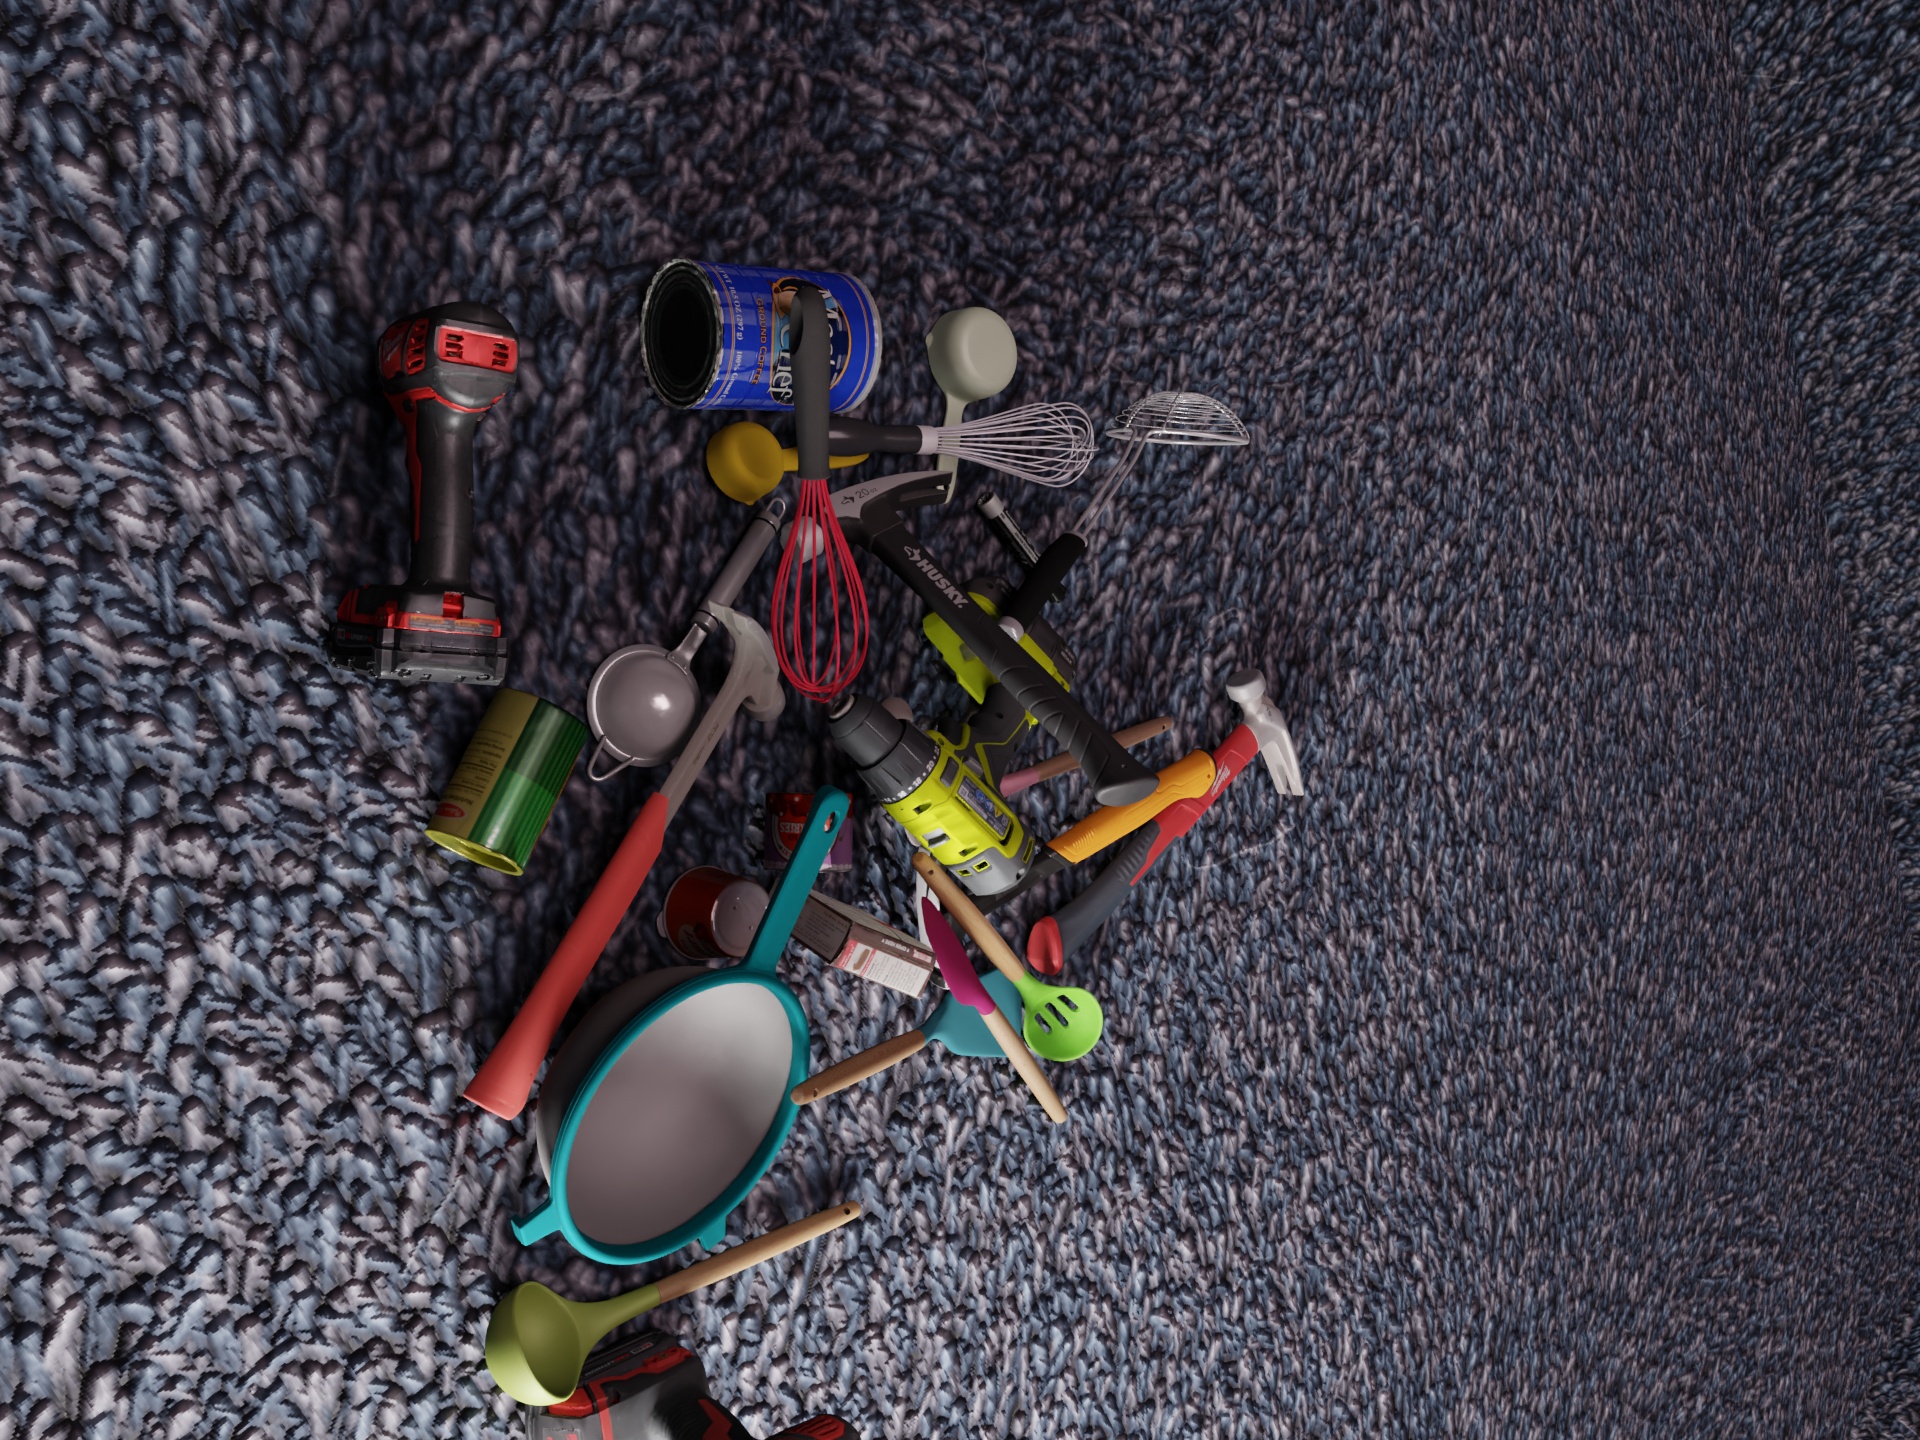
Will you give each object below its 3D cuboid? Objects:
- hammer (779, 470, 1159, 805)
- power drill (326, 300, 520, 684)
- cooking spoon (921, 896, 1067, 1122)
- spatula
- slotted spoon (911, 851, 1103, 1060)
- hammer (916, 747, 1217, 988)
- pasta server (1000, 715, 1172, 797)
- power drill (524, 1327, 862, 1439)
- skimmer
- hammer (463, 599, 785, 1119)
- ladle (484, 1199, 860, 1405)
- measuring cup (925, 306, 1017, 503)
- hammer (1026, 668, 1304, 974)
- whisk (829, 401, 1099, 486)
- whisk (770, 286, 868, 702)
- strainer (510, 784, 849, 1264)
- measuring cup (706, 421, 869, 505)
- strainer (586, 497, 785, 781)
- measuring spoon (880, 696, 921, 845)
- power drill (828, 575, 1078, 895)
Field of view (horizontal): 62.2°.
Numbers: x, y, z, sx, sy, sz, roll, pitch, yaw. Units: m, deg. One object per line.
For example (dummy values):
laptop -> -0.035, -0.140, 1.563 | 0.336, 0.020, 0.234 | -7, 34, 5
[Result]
hammer -> 0.023, -0.062, 1.174 | 0.146, 0.035, 0.335 | -31, 65, -30
power drill -> -0.321, -0.136, 0.956 | 0.078, 0.143, 0.219 | 3, 94, -38
cooking spoon -> 0.031, 0.244, 1.283 | 0.069, 0.017, 0.318 | -100, 166, -46
spatula -> -0.035, 0.250, 1.222 | 0.317, 0.044, 0.082 | -5, 97, -65
slotted spoon -> 0.036, 0.191, 1.286 | 0.070, 0.031, 0.313 | -38, 134, -2
hammer -> 0.098, 0.097, 1.346 | 0.337, 0.034, 0.127 | -27, 128, -33
pasta server -> 0.087, 0.042, 1.378 | 0.316, 0.040, 0.060 | -19, 120, -42
power drill -> -0.190, 0.475, 0.996 | 0.188, 0.227, 0.080 | -12, 97, -42
skimmer -> 0.130, -0.166, 1.337 | 0.363, 0.127, 0.090 | -55, 139, -34
hammer -> -0.224, 0.094, 1.064 | 0.359, 0.037, 0.149 | -61, 165, -18
ladle -> -0.187, 0.391, 1.118 | 0.320, 0.062, 0.078 | -9, 68, -45
measuring cup -> 0.007, -0.260, 1.308 | 0.083, 0.038, 0.168 | 17, 77, -40
hammer -> 0.194, 0.114, 1.472 | 0.386, 0.038, 0.143 | -42, 118, -34
whisk -> -0.003, -0.220, 1.260 | 0.284, 0.070, 0.070 | -5, 93, -35
whisk -> -0.101, -0.152, 1.116 | 0.073, 0.073, 0.295 | -19, 118, -40
strainer -> -0.180, 0.188, 1.067 | 0.210, 0.095, 0.340 | 29, 85, -54
measuring cup -> -0.121, -0.201, 1.197 | 0.156, 0.029, 0.062 | -16, 88, -43
strainer -> -0.187, -0.064, 1.135 | 0.086, 0.050, 0.258 | 43, 59, -28
measuring spoon -> -0.042, 0.042, 1.275 | 0.034, 0.018, 0.124 | -19, 103, -40
power drill -> -0.002, -0.004, 1.224 | 0.190, 0.080, 0.229 | 45, 43, -23
